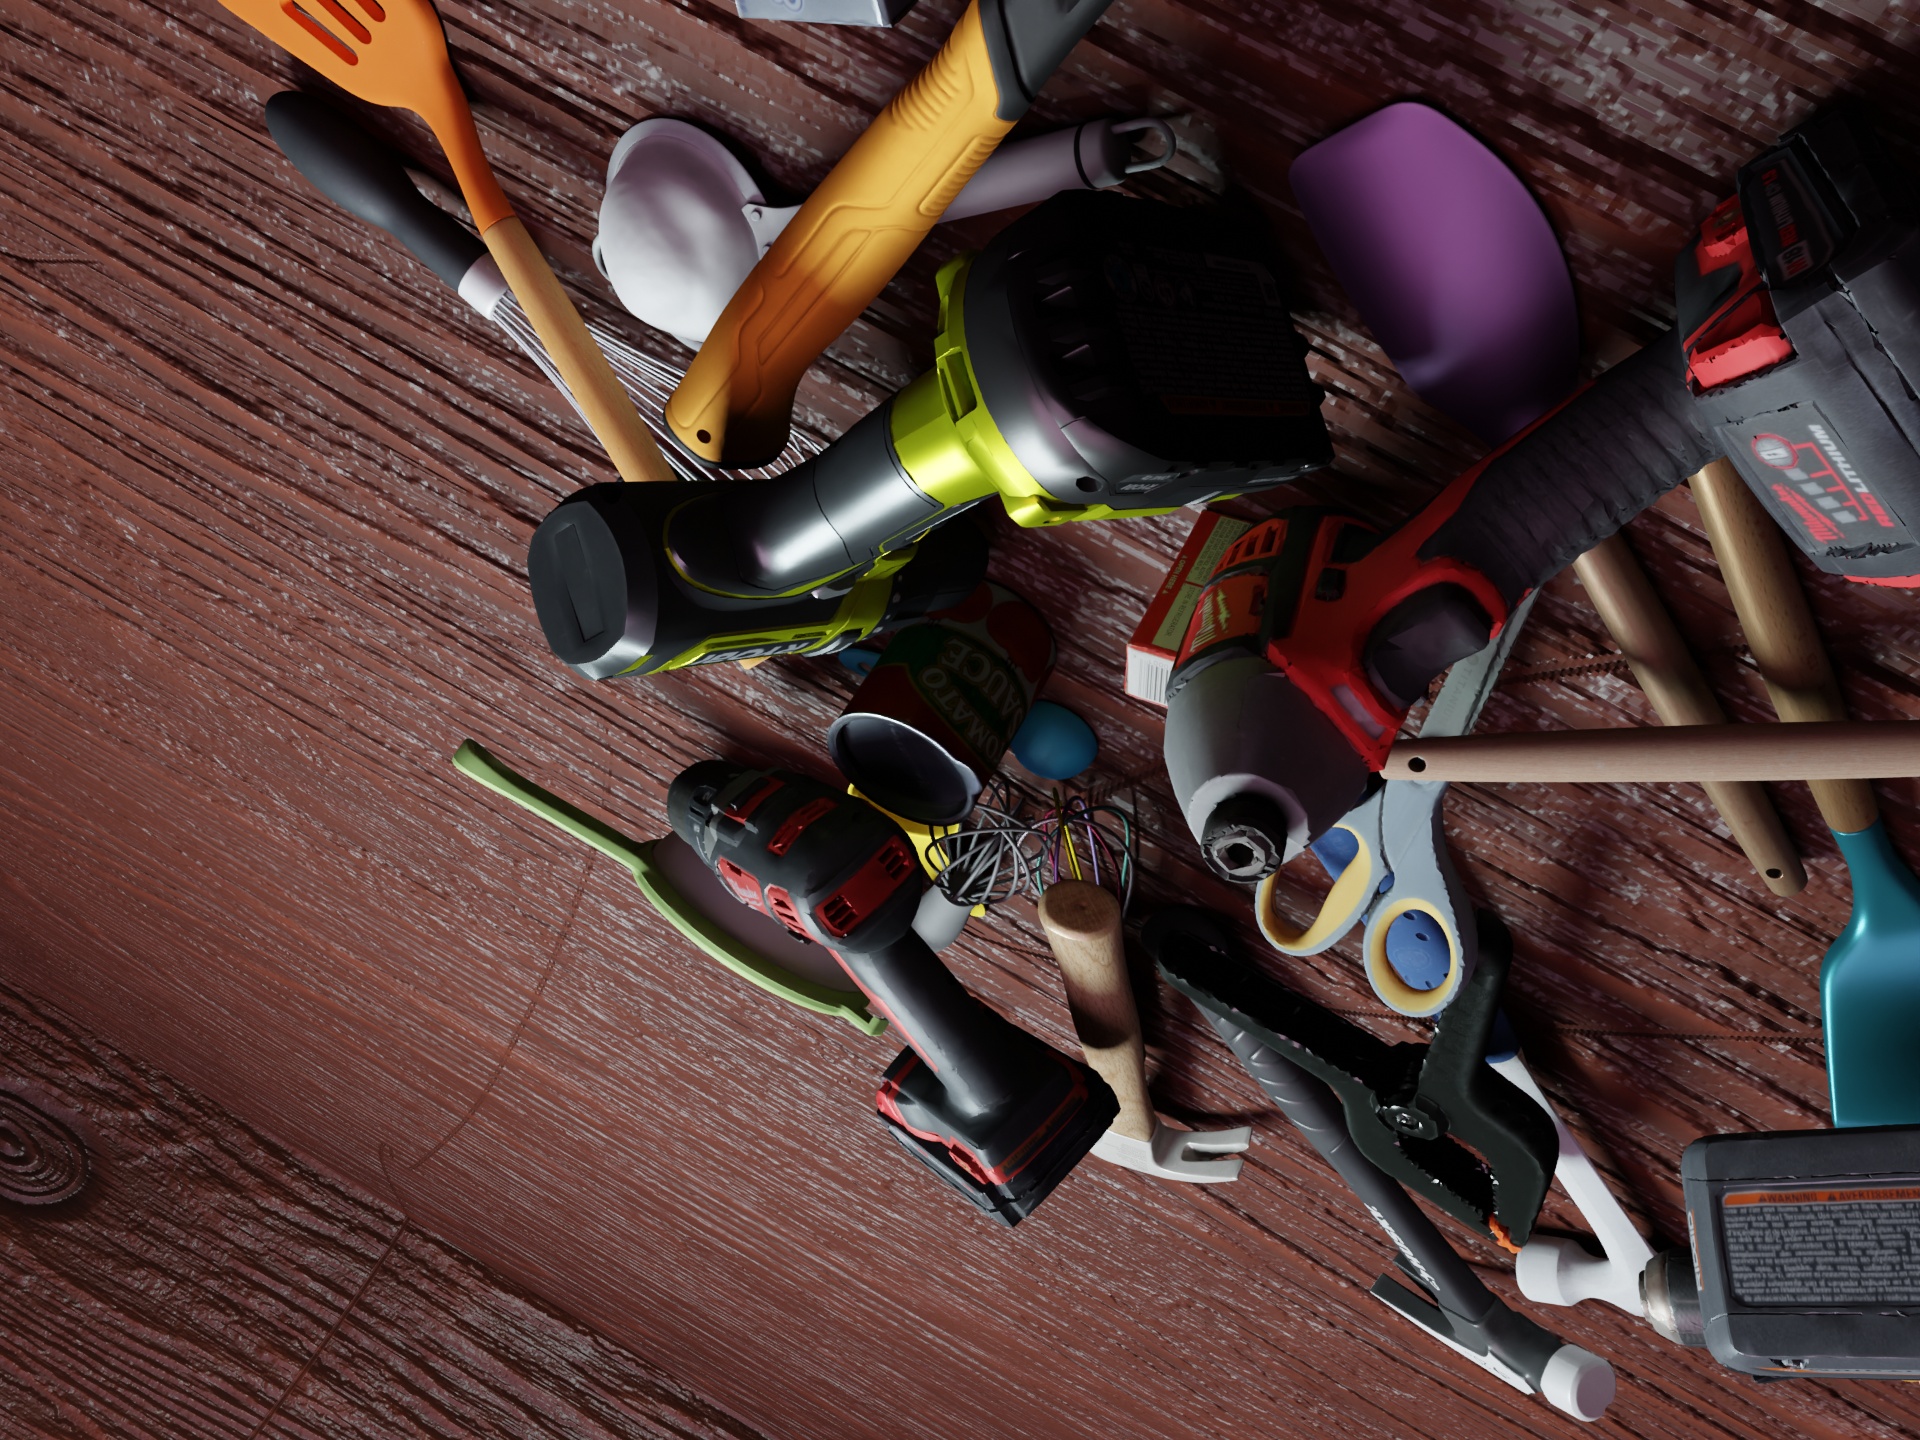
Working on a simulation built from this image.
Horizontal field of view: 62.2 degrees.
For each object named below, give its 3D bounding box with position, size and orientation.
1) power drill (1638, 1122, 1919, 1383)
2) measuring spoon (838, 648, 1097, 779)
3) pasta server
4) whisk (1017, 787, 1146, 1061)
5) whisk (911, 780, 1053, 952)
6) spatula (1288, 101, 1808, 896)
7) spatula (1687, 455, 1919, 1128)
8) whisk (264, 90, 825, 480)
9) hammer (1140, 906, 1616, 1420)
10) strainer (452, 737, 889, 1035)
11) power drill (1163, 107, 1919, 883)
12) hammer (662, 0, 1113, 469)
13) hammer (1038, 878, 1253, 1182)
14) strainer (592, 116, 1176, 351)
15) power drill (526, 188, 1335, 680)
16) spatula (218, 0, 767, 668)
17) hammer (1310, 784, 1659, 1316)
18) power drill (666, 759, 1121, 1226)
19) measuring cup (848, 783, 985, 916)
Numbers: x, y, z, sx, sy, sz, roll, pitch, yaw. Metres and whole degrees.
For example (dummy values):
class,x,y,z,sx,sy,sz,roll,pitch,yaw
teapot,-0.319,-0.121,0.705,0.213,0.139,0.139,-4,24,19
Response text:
class,x,y,z,sx,sy,sz,roll,pitch,yaw
power drill,0.333,0.208,0.595,0.185,0.084,0.226,-14,152,32
measuring spoon,-0.001,-0.002,0.717,0.129,0.021,0.042,21,145,14
pasta server,0.277,0.009,0.455,0.316,0.040,0.060,-2,101,28
whisk,0.070,0.112,0.799,0.047,0.051,0.244,43,162,37
whisk,-0.002,0.080,0.763,0.055,0.055,0.239,30,158,2
spatula,0.201,-0.052,0.495,0.060,0.018,0.315,-16,123,41
spatula,0.278,0.020,0.503,0.082,0.044,0.317,-16,123,35
whisk,-0.160,-0.150,0.629,0.284,0.070,0.070,39,146,-4
hammer,0.196,0.221,0.814,0.334,0.035,0.146,51,163,-18
strainer,-0.136,0.061,0.833,0.256,0.069,0.152,34,-175,-23
power drill,0.144,-0.042,0.404,0.078,0.143,0.219,46,128,-14
hammer,-0.007,-0.175,0.442,0.127,0.034,0.337,36,139,-15
hammer,0.079,0.167,0.801,0.130,0.031,0.331,13,151,18
strainer,-0.046,-0.168,0.528,0.258,0.050,0.086,0,121,34
power drill,-0.002,-0.076,0.515,0.228,0.190,0.080,-21,84,41
spatula,-0.162,-0.156,0.580,0.081,0.041,0.322,-26,96,44
hammer,0.246,0.151,0.706,0.144,0.035,0.405,-8,130,45
power drill,-0.043,0.111,0.735,0.188,0.080,0.226,17,145,58
measuring cup,-0.010,0.057,0.807,0.062,0.029,0.156,8,152,22
